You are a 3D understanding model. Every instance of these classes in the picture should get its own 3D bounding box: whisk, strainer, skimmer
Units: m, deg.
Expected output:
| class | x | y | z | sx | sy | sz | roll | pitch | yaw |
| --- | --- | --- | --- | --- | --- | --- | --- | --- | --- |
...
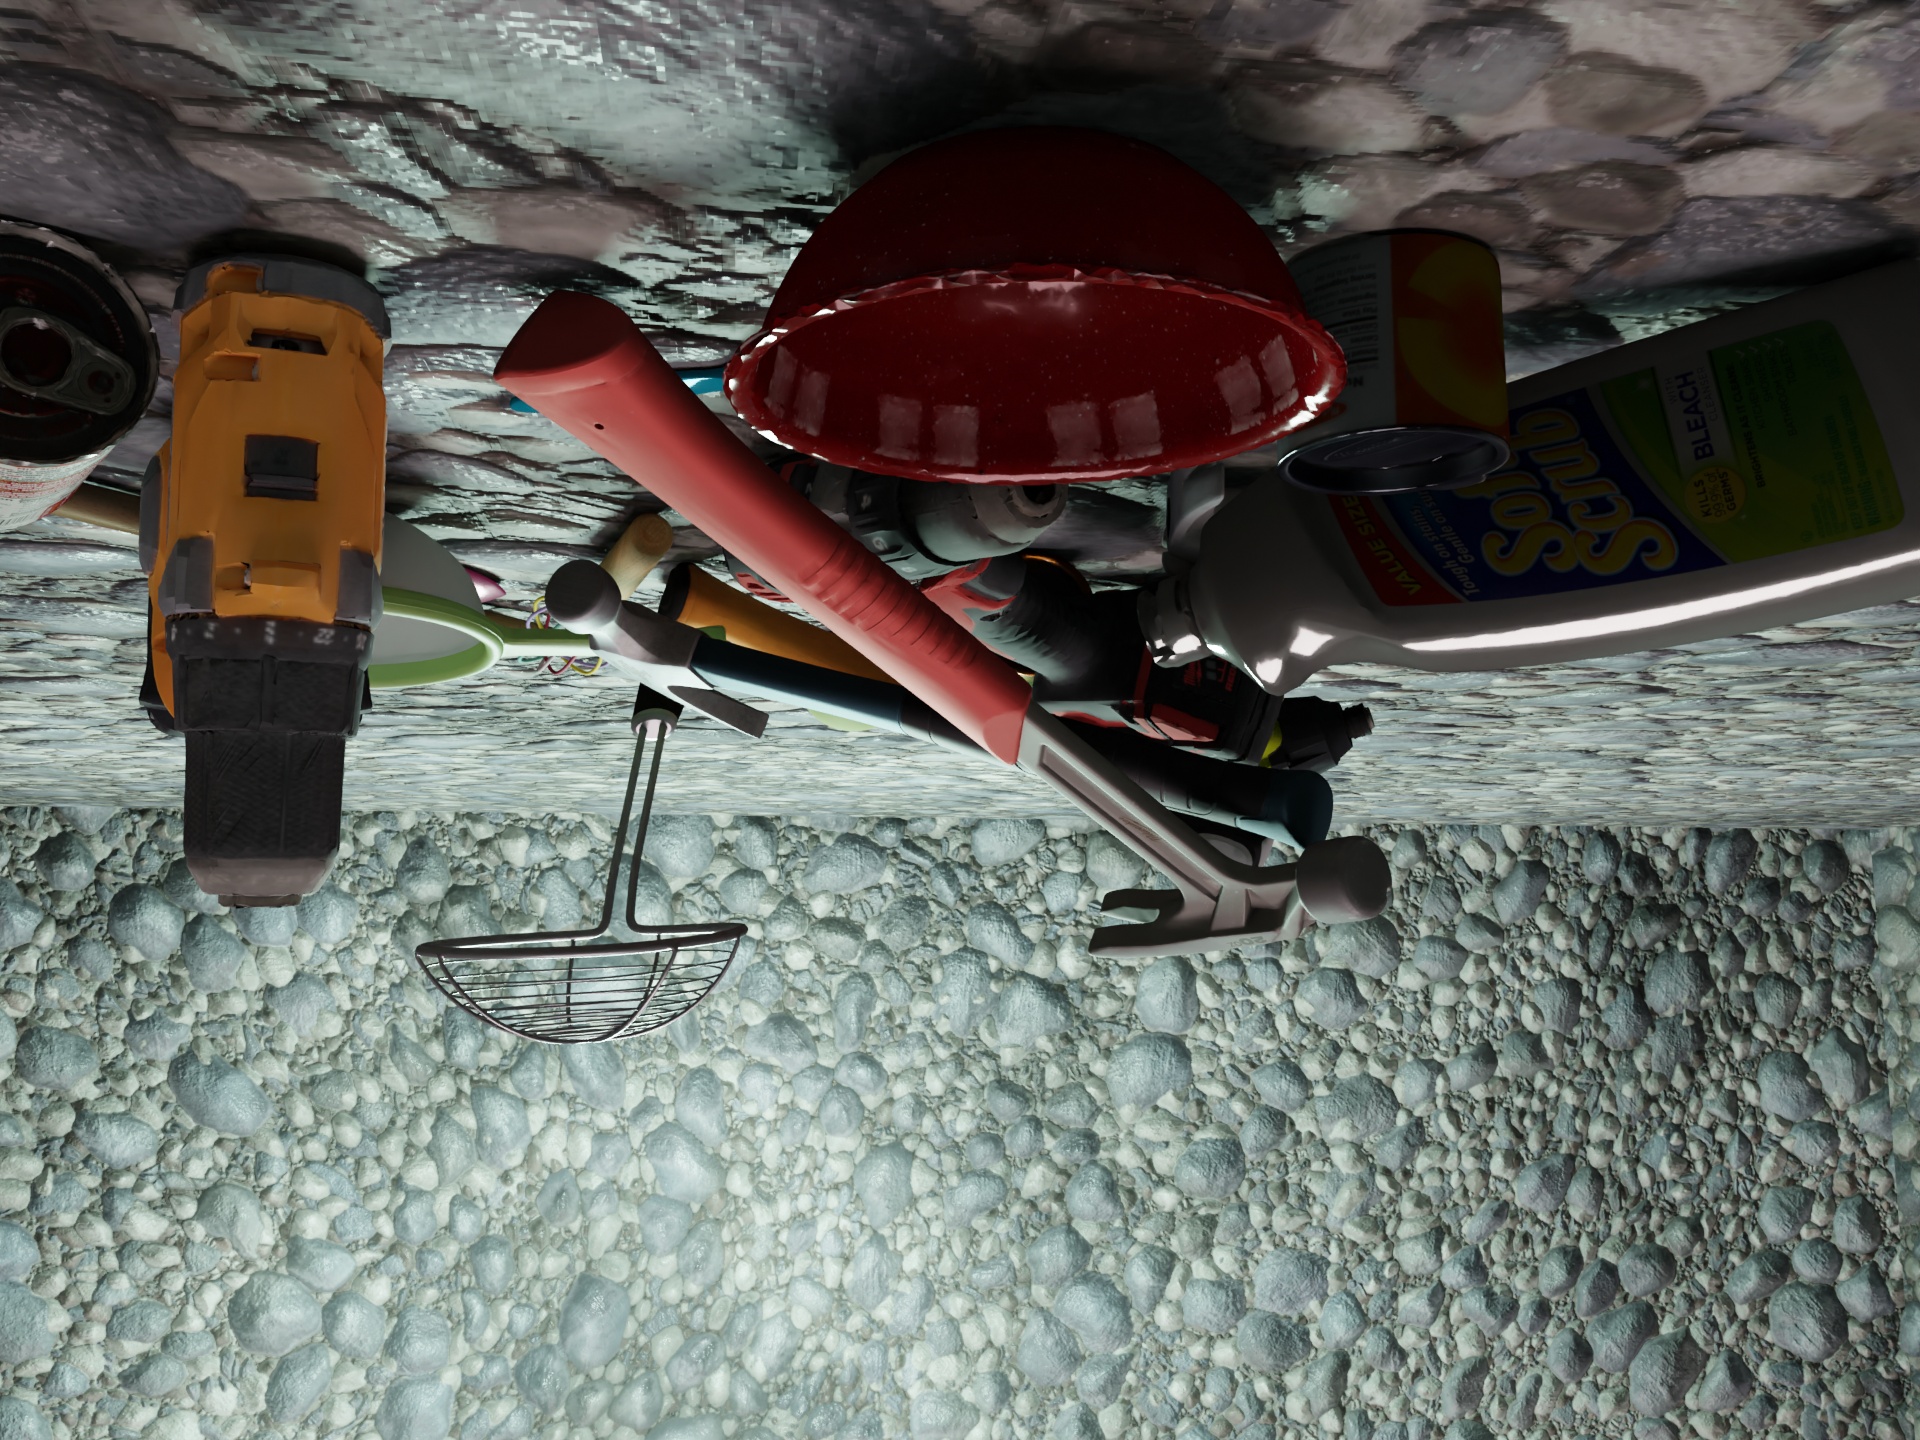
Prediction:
| class | x | y | z | sx | sy | sz | roll | pitch | yaw |
| --- | --- | --- | --- | --- | --- | --- | --- | --- | --- |
| whisk | -0.194 | -0.065 | 0.838 | 0.051 | 0.047 | 0.245 | -9 | 173 | -26 |
| strainer | -0.237 | -0.063 | 0.745 | 0.256 | 0.069 | 0.151 | 0 | 168 | -22 |
| skimmer | -0.153 | 0.014 | 0.737 | 0.127 | 0.090 | 0.364 | -3 | -144 | 0 |

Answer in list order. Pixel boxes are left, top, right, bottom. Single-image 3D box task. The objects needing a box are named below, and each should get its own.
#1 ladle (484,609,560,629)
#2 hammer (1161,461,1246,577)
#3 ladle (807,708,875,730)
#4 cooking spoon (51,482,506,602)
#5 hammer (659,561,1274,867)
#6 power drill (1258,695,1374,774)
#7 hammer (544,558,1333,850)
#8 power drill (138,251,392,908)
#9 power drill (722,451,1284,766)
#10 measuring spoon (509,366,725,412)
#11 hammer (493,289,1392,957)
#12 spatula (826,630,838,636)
| class | x | y | z | sx | sy | sz | roll | pitch | yaw |
| --- | --- | --- | --- | --- | --- | --- | --- | --- | --- |
| ladle | -0.265 | -0.054 | 0.971 | 0.069 | 0.031 | 0.315 | -6 | 169 | 39 |
| hammer | 0.279 | -0.089 | 0.648 | 0.386 | 0.038 | 0.143 | 0 | 171 | 4 |
| ladle | -0.063 | -0.054 | 0.953 | 0.078 | 0.062 | 0.320 | 2 | 165 | -4 |
| cooking spoon | -0.340 | -0.085 | 0.762 | 0.069 | 0.017 | 0.318 | -5 | 171 | 26 |
| hammer | -0.001 | -0.003 | 0.803 | 0.337 | 0.034 | 0.127 | 25 | -167 | 14 |
| power drill | 0.145 | 0.000 | 0.938 | 0.171 | 0.080 | 0.223 | -18 | 159 | 18 |
| hammer | -0.008 | 0.000 | 0.675 | 0.331 | 0.033 | 0.128 | 14 | 166 | 19 |
| power drill | -0.233 | -0.034 | 0.535 | 0.084 | 0.185 | 0.226 | 2 | 175 | -25 |
| power drill | 0.035 | -0.052 | 0.637 | 0.226 | 0.080 | 0.188 | 23 | 167 | -32 |
| measuring spoon | -0.099 | -0.109 | 0.557 | 0.128 | 0.021 | 0.042 | -3 | 172 | 14 |
| hammer | -0.010 | -0.016 | 0.563 | 0.358 | 0.037 | 0.149 | 38 | 147 | -27 |
| spatula | 0.036 | -0.053 | 0.884 | 0.316 | 0.018 | 0.060 | -7 | 173 | -12 |
